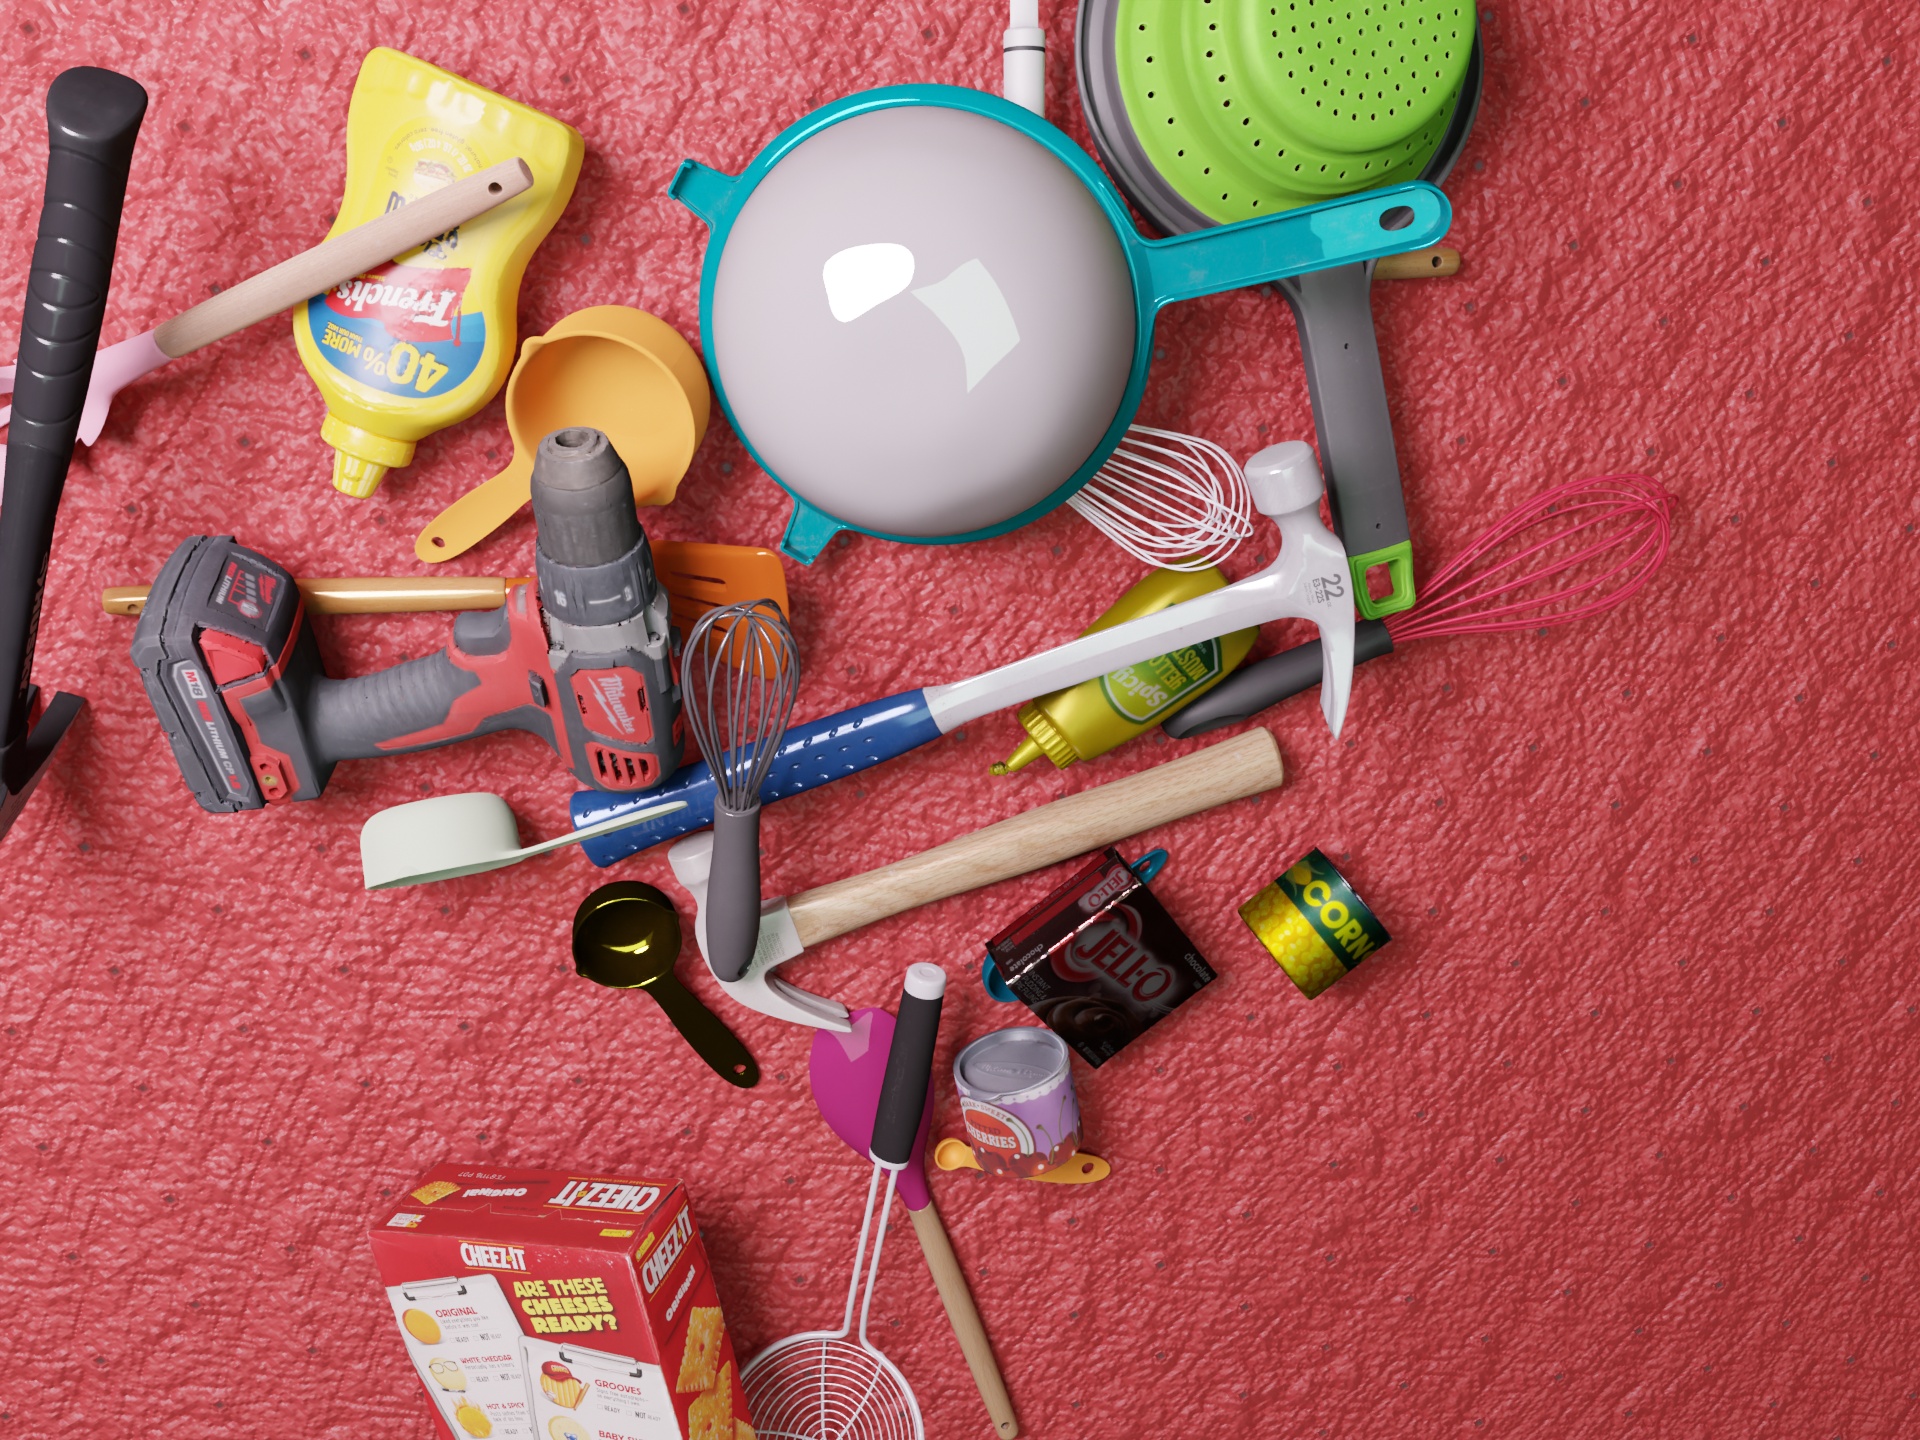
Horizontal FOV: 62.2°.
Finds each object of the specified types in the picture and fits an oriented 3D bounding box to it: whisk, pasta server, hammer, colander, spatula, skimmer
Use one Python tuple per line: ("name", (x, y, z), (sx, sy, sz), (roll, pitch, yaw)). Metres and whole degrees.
("whisk", (0.245, -0.055, 0.851), (0.296, 0.073, 0.073), (-24, 111, 4))
("pasta server", (-0.323, -0.170, 0.685), (0.316, 0.040, 0.060), (-20, 126, 13))
("hammer", (-0.382, -0.099, 0.659), (0.035, 0.146, 0.334), (16, 112, -18))
("whisk", (-0.108, 0.042, 0.766), (0.055, 0.055, 0.238), (0, 128, -10))
("hammer", (-0.001, -0.003, 0.793), (0.405, 0.035, 0.144), (-19, 112, 9))
("colander", (0.181, -0.233, 0.738), (0.204, 0.094, 0.397), (-17, 105, -9))
("spatula", (-0.246, -0.056, 0.771), (0.322, 0.041, 0.081), (-2, 132, -8))
("hammer", (0.019, 0.075, 0.868), (0.331, 0.031, 0.130), (-19, 110, -4))
("skimmer", (-0.059, 0.309, 0.888), (0.127, 0.090, 0.363), (17, 112, 13))
("whisk", (0.018, -0.148, 0.784), (0.284, 0.070, 0.070), (23, 103, -11))

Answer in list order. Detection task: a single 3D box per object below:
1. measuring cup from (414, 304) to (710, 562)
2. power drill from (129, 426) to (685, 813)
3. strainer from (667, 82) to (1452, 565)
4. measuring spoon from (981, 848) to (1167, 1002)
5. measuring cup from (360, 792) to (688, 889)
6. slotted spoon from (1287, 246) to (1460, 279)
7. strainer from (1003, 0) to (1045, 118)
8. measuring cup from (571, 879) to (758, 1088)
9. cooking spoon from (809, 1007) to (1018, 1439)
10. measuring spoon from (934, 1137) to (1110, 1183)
("measuring cup", (-0.193, -0.130, 0.758), (0.173, 0.052, 0.095), (-29, 116, 26))
("power drill", (-0.243, -0.043, 0.722), (0.226, 0.080, 0.187), (-4, 132, -5))
("strainer", (0.041, -0.174, 0.684), (0.340, 0.095, 0.210), (-10, 115, 12))
("measuring spoon", (0.062, 0.110, 0.898), (0.128, 0.021, 0.042), (-38, 132, -6))
("measuring cup", (-0.216, 0.047, 0.783), (0.167, 0.083, 0.038), (-15, 84, 9))
("slotted spoon", (0.100, -0.227, 0.784), (0.313, 0.031, 0.070), (-3, 106, -11))
("strainer", (0.027, -0.316, 0.721), (0.087, 0.050, 0.258), (-1, 104, -1))
("measuring cup", (-0.156, 0.147, 0.870), (0.062, 0.029, 0.156), (-31, 123, 1))
("cooking spoon", (-0.016, 0.308, 0.947), (0.069, 0.017, 0.318), (-20, 110, -4))
("measuring spoon", (0.037, 0.260, 0.941), (0.116, 0.011, 0.021), (13, 102, -23))
